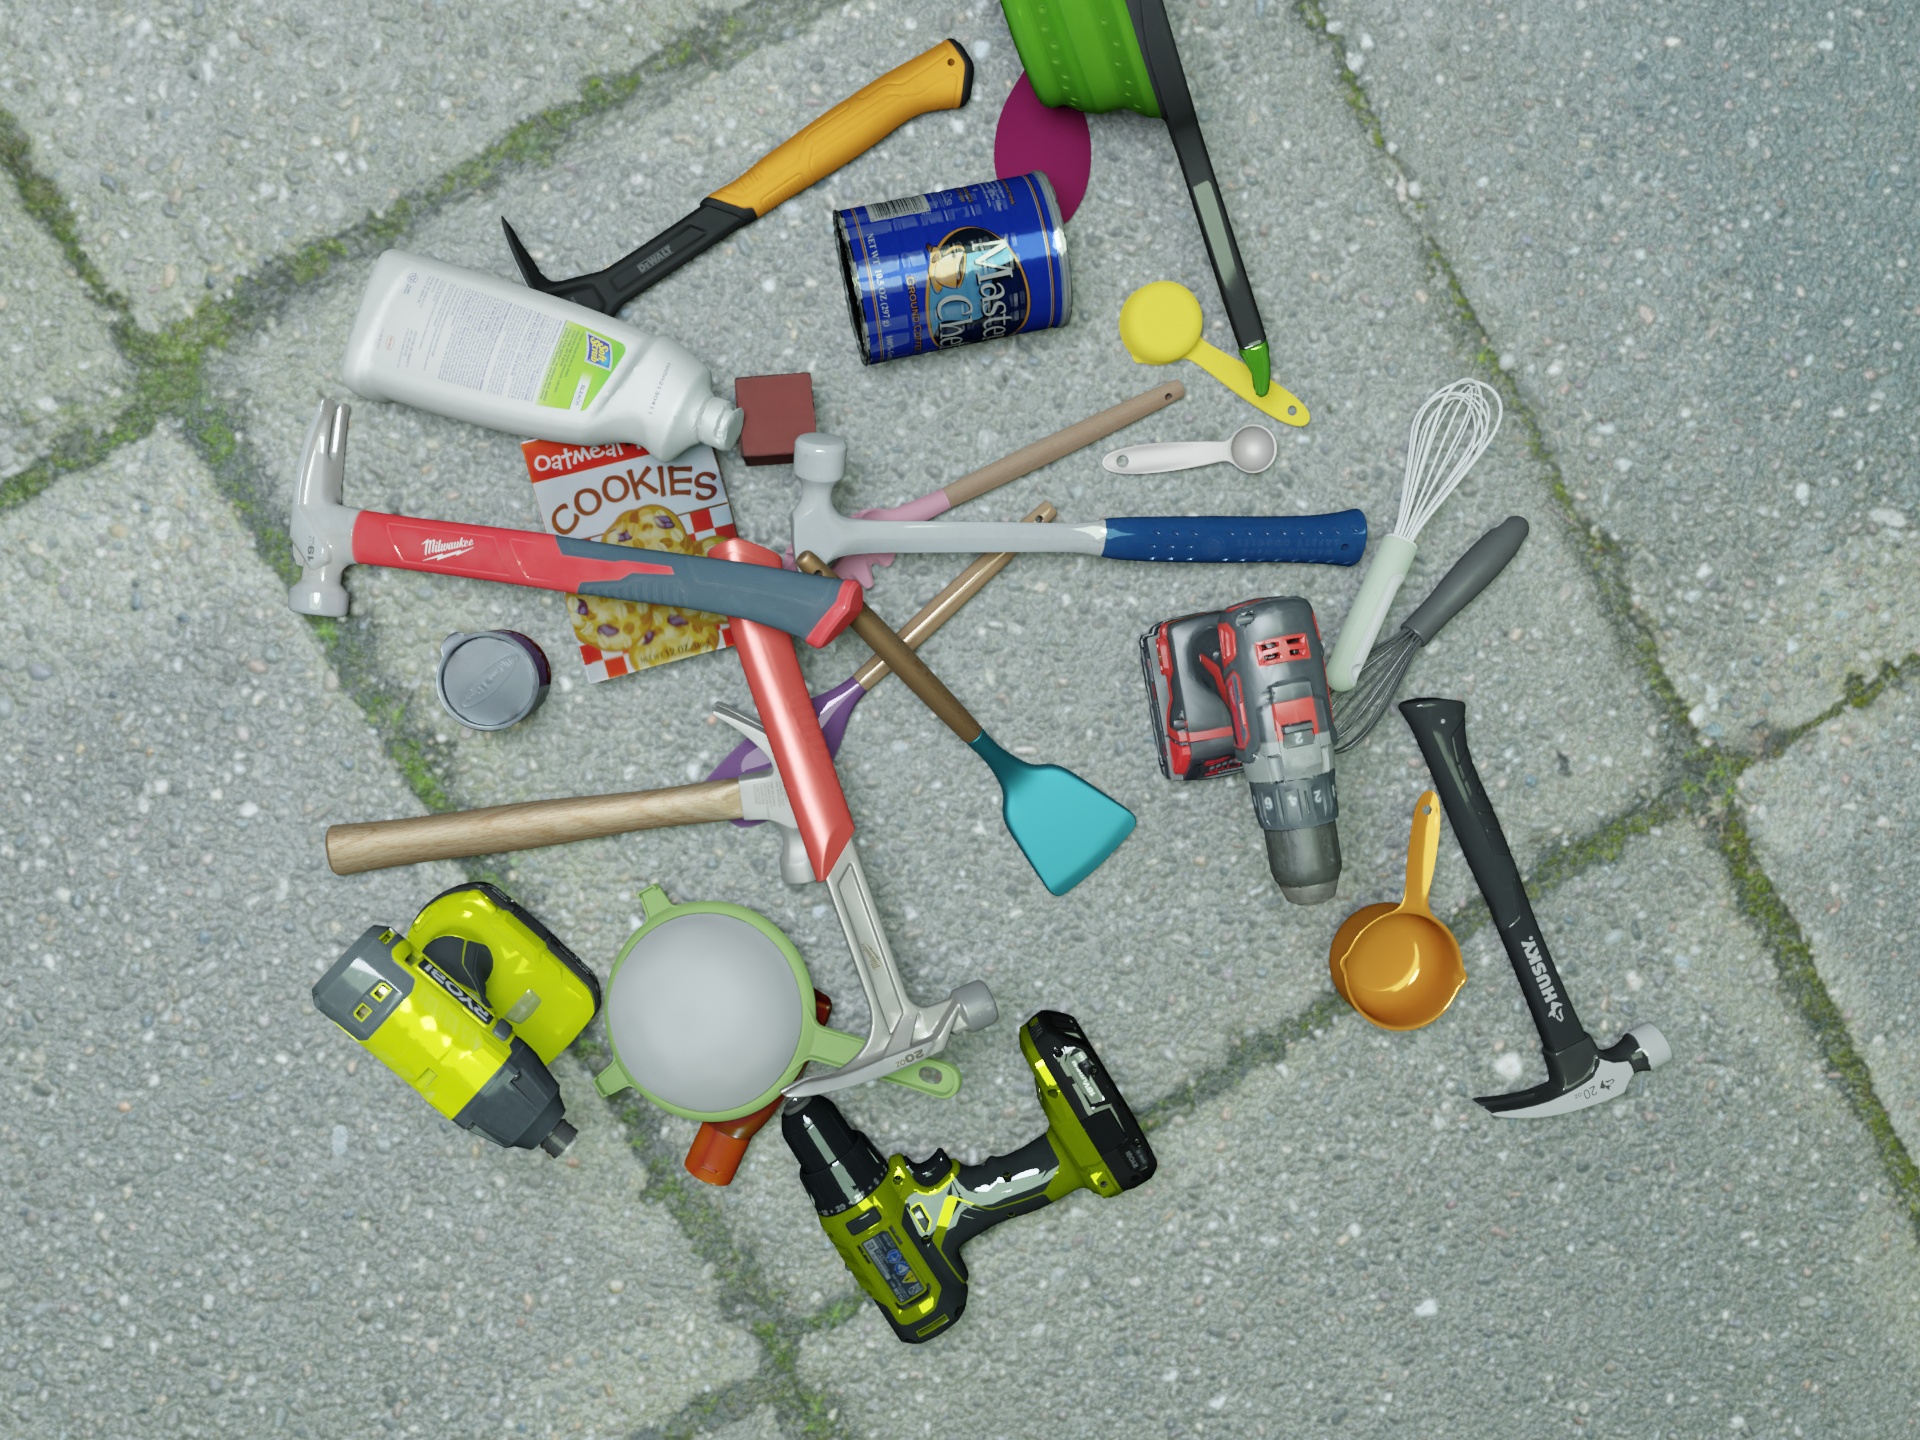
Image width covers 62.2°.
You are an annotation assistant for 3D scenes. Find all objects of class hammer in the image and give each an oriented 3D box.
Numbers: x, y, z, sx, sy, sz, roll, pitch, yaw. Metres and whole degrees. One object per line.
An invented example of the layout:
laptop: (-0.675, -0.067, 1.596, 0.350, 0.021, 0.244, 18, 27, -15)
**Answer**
hammer: (0.397, 0.135, 1.169, 0.146, 0.035, 0.334, -25, 97, -4)
hammer: (-0.250, -0.115, 1.023, 0.386, 0.038, 0.143, 8, 94, 11)
hammer: (-0.264, 0.065, 1.087, 0.331, 0.031, 0.130, -7, 103, -3)
hammer: (-0.102, 0.056, 1.036, 0.149, 0.036, 0.359, -19, 87, -16)
hammer: (-0.140, -0.364, 1.072, 0.337, 0.034, 0.127, -33, 98, -3)
hammer: (0.085, -0.120, 1.087, 0.405, 0.035, 0.144, -1, 118, -14)

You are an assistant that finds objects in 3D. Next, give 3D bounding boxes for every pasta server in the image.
pasta server: (0.017, -0.163, 1.103, 0.316, 0.040, 0.060, -26, 121, -5)

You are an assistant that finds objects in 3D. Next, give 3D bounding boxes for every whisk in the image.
whisk: (0.313, -0.131, 1.116, 0.059, 0.057, 0.246, 21, 83, 36)
whisk: (0.326, -0.061, 1.143, 0.239, 0.055, 0.055, -45, 98, -6)

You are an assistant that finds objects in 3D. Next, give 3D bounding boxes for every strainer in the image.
strainer: (-0.126, 0.211, 1.054, 0.256, 0.069, 0.151, 14, 91, 10)

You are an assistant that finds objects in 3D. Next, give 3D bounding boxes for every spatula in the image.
spatula: (-0.002, -0.003, 1.082, 0.082, 0.044, 0.317, -43, 120, 2)
spatula: (-0.050, -0.041, 1.115, 0.316, 0.018, 0.059, -43, 100, 0)

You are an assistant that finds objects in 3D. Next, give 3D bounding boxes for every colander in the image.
colander: (0.106, -0.389, 1.040, 0.094, 0.205, 0.396, -18, 109, 13)

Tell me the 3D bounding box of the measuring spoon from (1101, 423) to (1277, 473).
measuring spoon: (0.162, -0.189, 1.131, 0.124, 0.018, 0.034, -5, 95, 1)

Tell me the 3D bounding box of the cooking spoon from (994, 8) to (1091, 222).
cooking spoon: (0.059, -0.503, 1.089, 0.068, 0.017, 0.319, 0, 95, -7)

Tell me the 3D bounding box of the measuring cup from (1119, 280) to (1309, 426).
measuring cup: (0.183, -0.253, 1.116, 0.156, 0.029, 0.062, 31, 91, -6)

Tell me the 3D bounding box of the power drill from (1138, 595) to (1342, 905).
power drill: (0.189, 0.012, 1.039, 0.080, 0.227, 0.188, -11, 95, -5)

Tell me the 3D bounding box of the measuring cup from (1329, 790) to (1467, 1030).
measuring cup: (0.319, 0.134, 1.153, 0.095, 0.052, 0.173, 8, 92, -7)

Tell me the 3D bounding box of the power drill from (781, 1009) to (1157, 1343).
power drill: (0.003, 0.304, 1.121, 0.228, 0.080, 0.190, -31, 98, 0)

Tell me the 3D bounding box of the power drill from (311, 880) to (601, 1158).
power drill: (-0.300, 0.186, 1.002, 0.171, 0.223, 0.080, 43, 90, -8)
